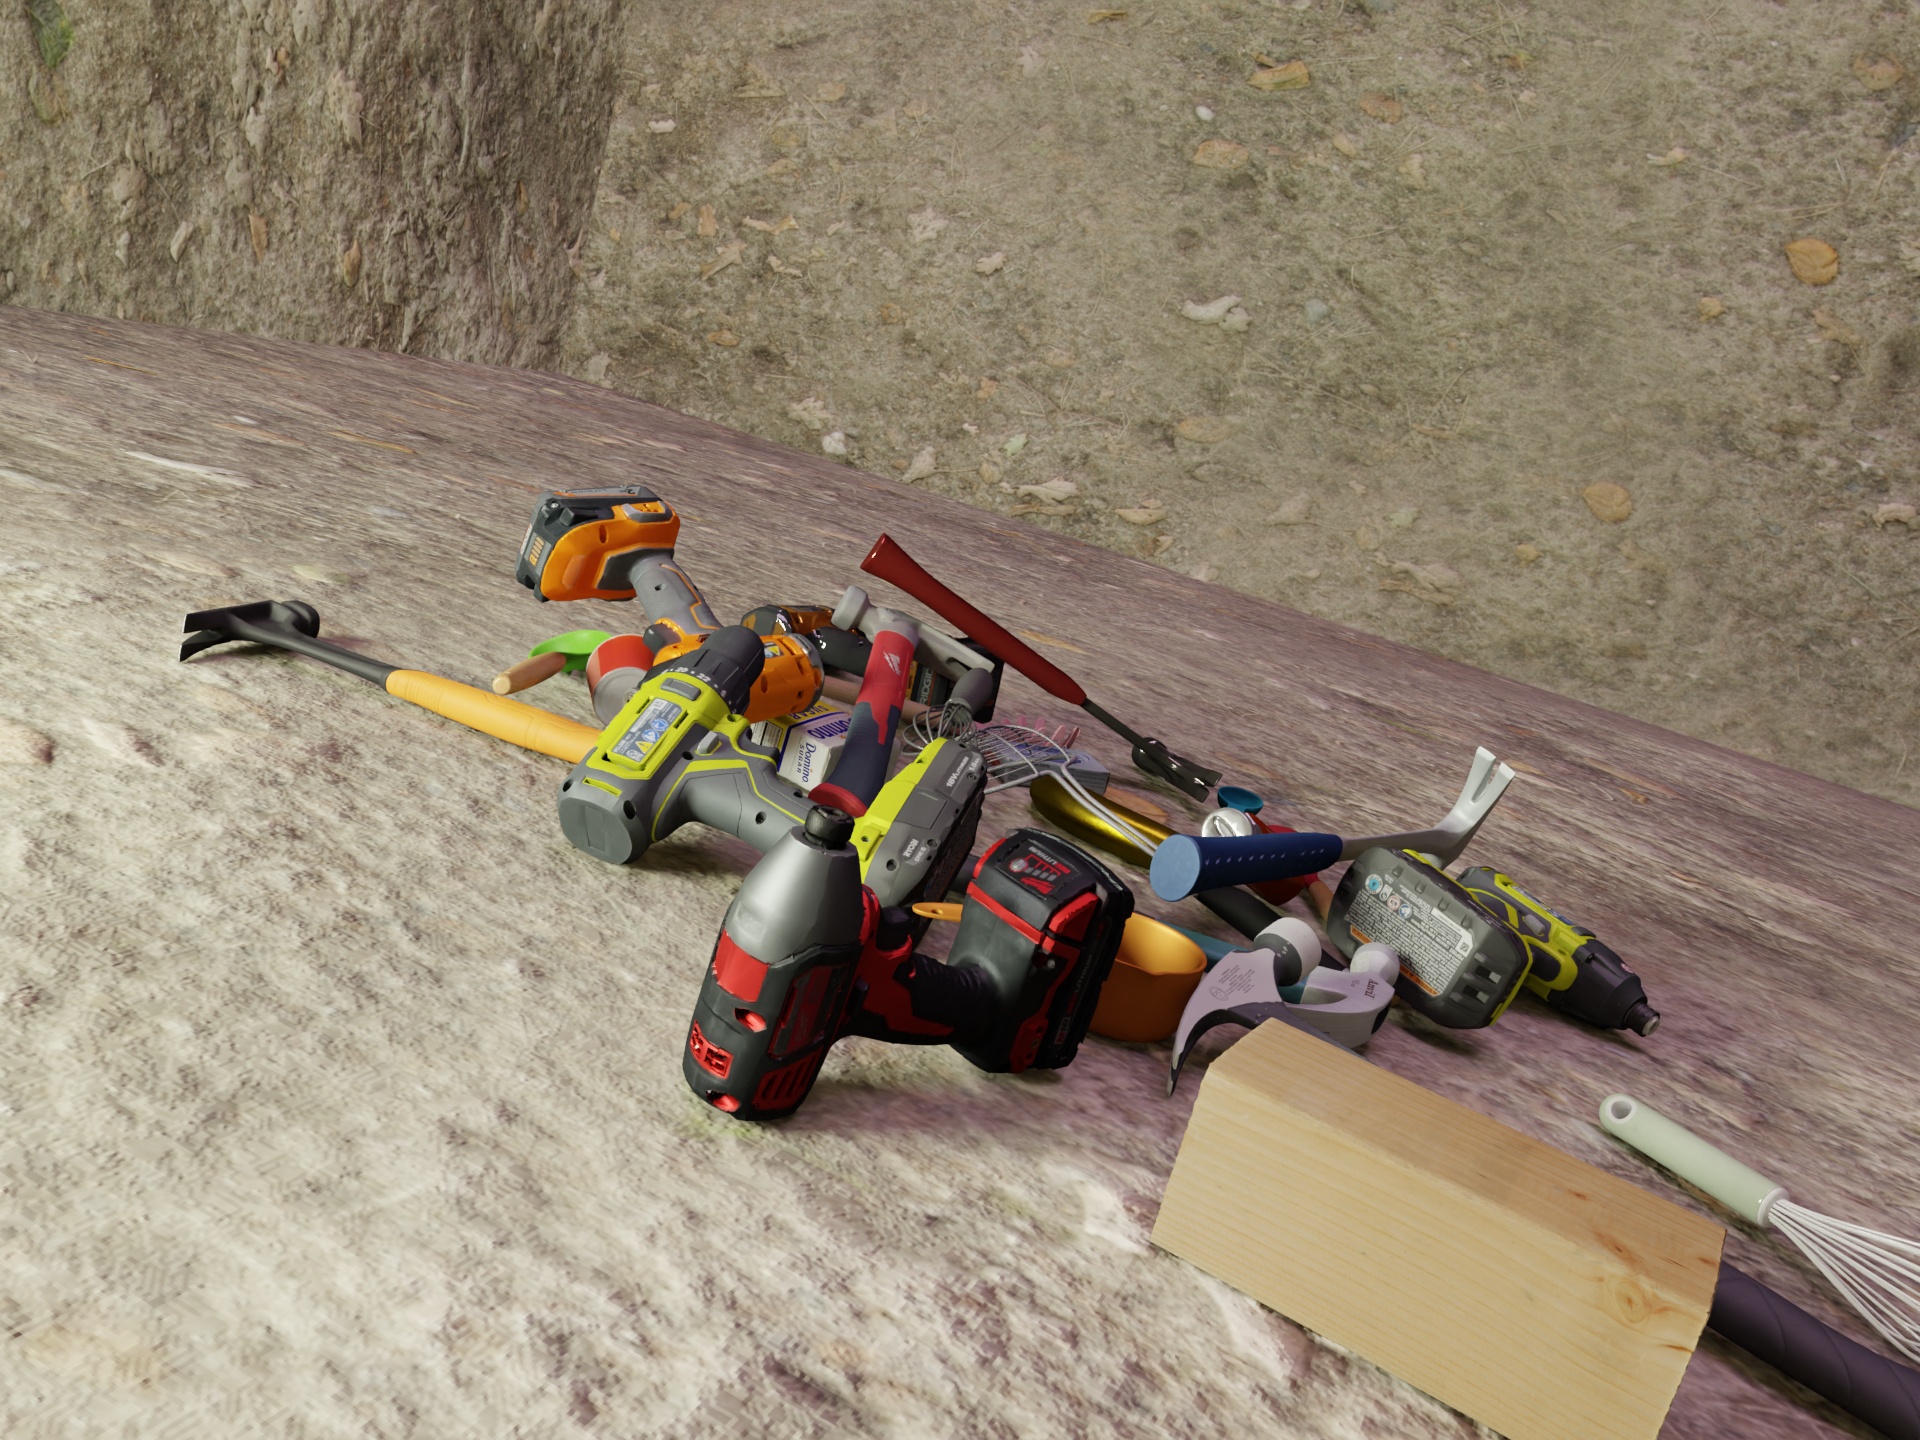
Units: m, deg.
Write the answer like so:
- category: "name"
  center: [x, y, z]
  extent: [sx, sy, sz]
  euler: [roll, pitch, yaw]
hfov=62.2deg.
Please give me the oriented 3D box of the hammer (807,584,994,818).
- category: "hammer"
  center: [-0.049, 0.001, 1.197]
  extent: [0.143, 0.038, 0.387]
  euler: [28, 22, -9]

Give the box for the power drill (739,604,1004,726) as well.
- category: "power drill"
  center: [-0.071, -0.060, 1.507]
  extent: [0.226, 0.084, 0.185]
  euler: [17, 11, 27]

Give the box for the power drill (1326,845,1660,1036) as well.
- category: "power drill"
  center: [0.373, 0.158, 1.100]
  extent: [0.223, 0.080, 0.171]
  euler: [12, 20, -43]

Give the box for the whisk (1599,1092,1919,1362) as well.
- category: "whisk"
  center: [0.445, 0.267, 0.856]
  extent: [0.059, 0.058, 0.247]
  euler: [47, -8, -31]

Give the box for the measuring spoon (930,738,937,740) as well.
- category: "measuring spoon"
  center: [-0.014, 0.032, 1.342]
  extent: [0.034, 0.018, 0.124]
  euler: [14, 7, -7]

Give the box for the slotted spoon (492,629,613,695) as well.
- category: "slotted spoon"
  center: [-0.308, -0.041, 1.182]
  extent: [0.070, 0.031, 0.314]
  euler: [-8, 8, -3]

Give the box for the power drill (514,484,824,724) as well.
- category: "power drill"
  center: [-0.225, -0.076, 1.157]
  extent: [0.227, 0.084, 0.164]
  euler: [44, 33, 23]

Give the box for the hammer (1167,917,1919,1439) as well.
- category: "hammer"
  center: [0.285, 0.231, 0.785]
  extent: [0.409, 0.036, 0.149]
  euler: [29, 38, 33]

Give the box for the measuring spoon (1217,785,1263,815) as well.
- category: "measuring spoon"
  center: [0.234, 0.090, 1.381]
  extent: [0.042, 0.021, 0.129]
  euler: [19, 23, 12]

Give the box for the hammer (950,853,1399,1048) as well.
- category: "hammer"
  center: [0.107, 0.131, 1.009]
  extent: [0.331, 0.033, 0.128]
  euler: [17, 22, 16]

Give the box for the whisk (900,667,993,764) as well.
- category: "whisk"
  center: [-0.001, -0.003, 1.170]
  extent: [0.055, 0.055, 0.239]
  euler: [17, 17, 5]

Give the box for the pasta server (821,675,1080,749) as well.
- category: "pasta server"
  center: [-0.024, -0.010, 1.353]
  extent: [0.316, 0.040, 0.060]
  euler: [16, -1, -37]

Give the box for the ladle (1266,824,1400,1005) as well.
- category: "ladle"
  center: [0.276, 0.139, 1.204]
  extent: [0.069, 0.031, 0.316]
  euler: [15, 15, -8]

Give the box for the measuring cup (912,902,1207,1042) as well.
- category: "measuring cup"
  center: [0.052, 0.140, 0.905]
  extent: [0.173, 0.052, 0.095]
  euler: [10, 15, -12]

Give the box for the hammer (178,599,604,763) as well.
- category: "hammer"
  center: [-0.367, -0.018, 1.105]
  extent: [0.337, 0.034, 0.127]
  euler: [18, 13, 11]

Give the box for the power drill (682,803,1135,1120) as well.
- category: "power drill"
  center: [-0.022, 0.108, 0.759]
  extent: [0.219, 0.143, 0.079]
  euler: [4, 20, -46]

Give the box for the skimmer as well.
- category: "skimmer"
  center: [0.119, 0.108, 1.141]
  extent: [0.364, 0.090, 0.127]
  euler: [36, 36, 29]

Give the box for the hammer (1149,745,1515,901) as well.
- category: "hammer"
  center: [0.263, 0.085, 1.101]
  extent: [0.405, 0.144, 0.035]
  euler: [1, 35, -49]

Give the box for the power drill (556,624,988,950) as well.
- category: "power drill"
  center: [-0.104, 0.033, 0.974]
  extent: [0.228, 0.080, 0.191]
  euler: [20, 45, 12]

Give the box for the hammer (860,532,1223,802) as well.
- category: "hammer"
  center: [0.068, -0.045, 1.389]
  extent: [0.359, 0.037, 0.149]
  euler: [35, 0, -17]
